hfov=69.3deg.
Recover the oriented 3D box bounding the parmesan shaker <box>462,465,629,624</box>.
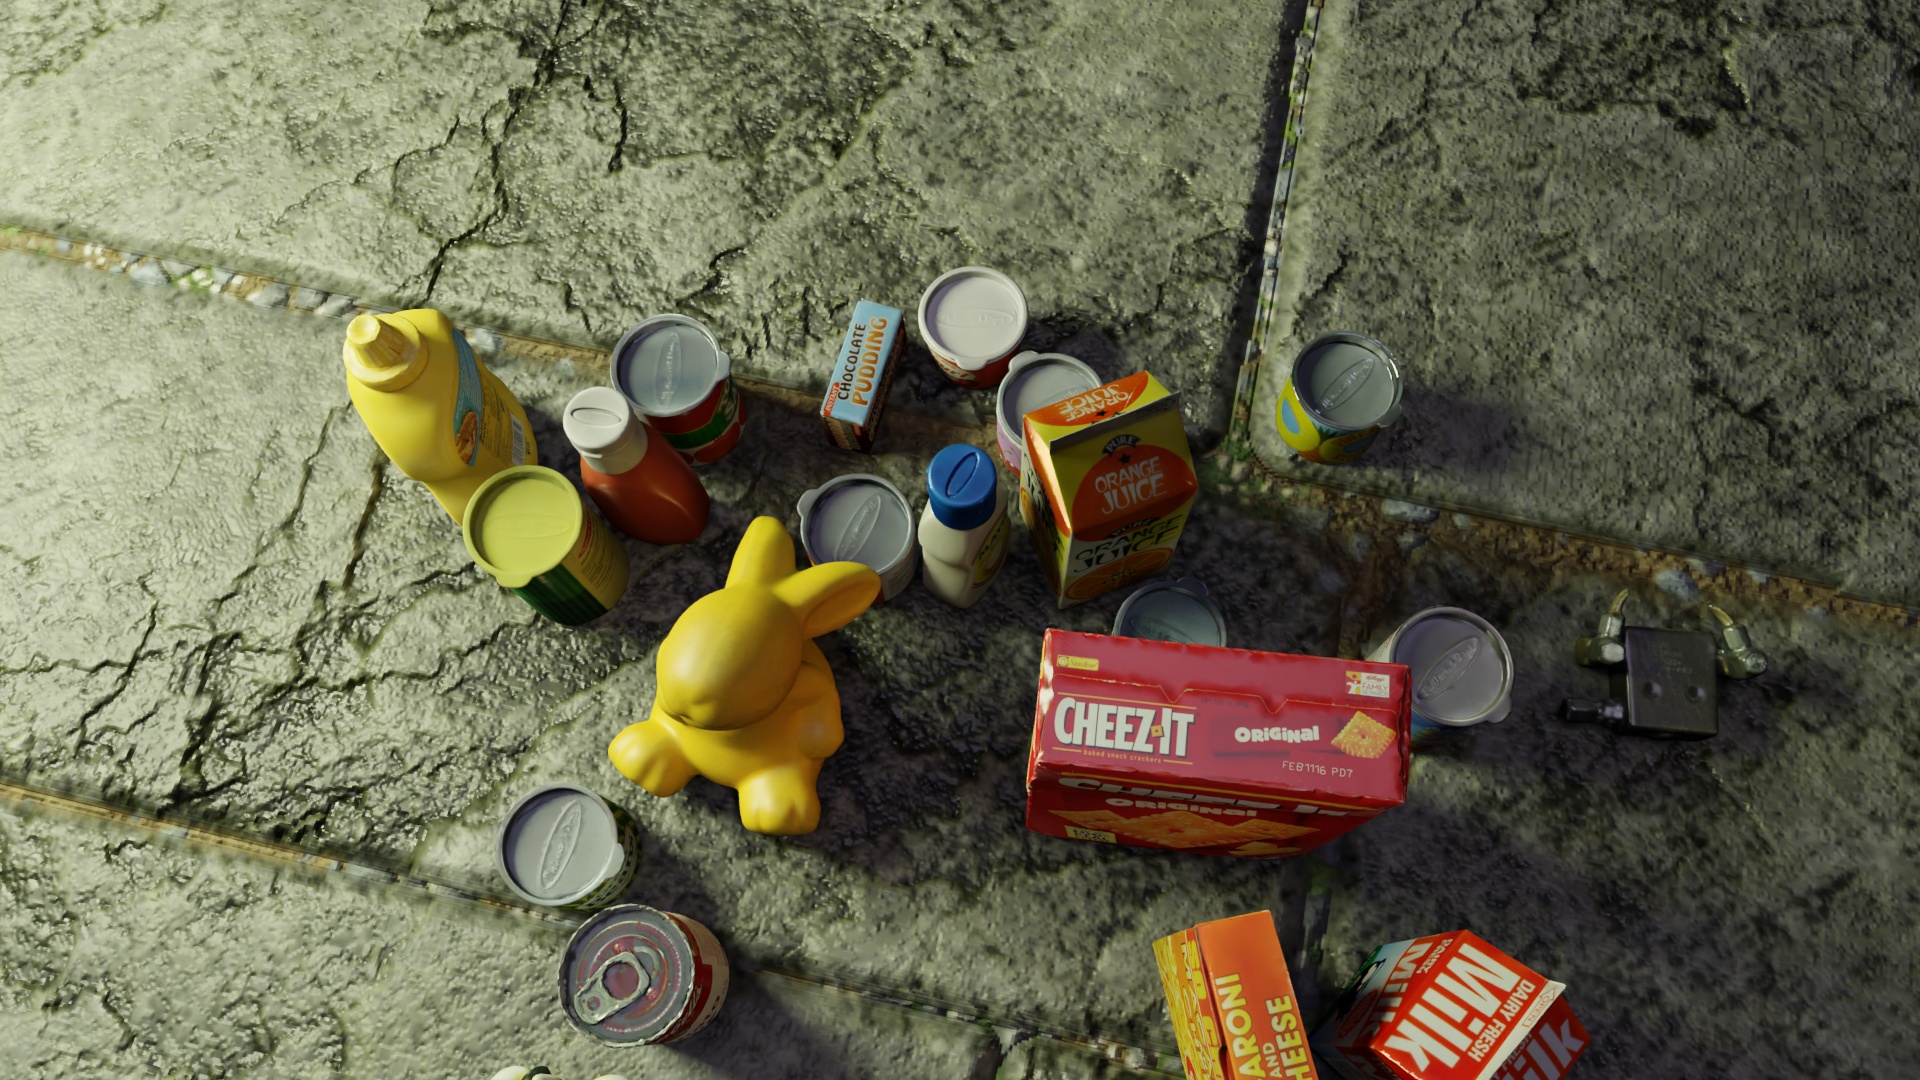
[{"bbox_3d":[-0.238,0.008,0.806,0.071,0.102,0.071,0,71,1],"label":"parmesan shaker"}]

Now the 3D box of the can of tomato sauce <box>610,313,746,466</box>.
[{"bbox_3d":[-0.168,-0.090,0.849,0.071,0.083,0.071,0,71,1],"label":"can of tomato sauce"}]

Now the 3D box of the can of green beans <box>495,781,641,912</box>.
[{"bbox_3d":[-0.216,0.172,0.773,0.071,0.057,0.071,0,71,1],"label":"can of green beans"}]

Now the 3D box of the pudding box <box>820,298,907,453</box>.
[{"bbox_3d":[-0.060,-0.102,0.868,0.030,0.049,0.084,15,72,7],"label":"pudding box"}]

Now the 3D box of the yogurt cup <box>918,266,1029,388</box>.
[{"bbox_3d":[0.009,-0.131,0.874,0.072,0.053,0.072,0,71,1],"label":"yogurt cup"}]

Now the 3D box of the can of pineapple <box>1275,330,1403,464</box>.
[{"bbox_3d":[0.231,-0.085,0.851,0.071,0.057,0.071,0,71,1],"label":"can of pineapple"}]

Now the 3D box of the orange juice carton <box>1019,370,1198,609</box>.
[{"bbox_3d":[0.078,-0.030,0.764,0.072,0.192,0.073,-20,72,-5],"label":"orange juice carton"}]

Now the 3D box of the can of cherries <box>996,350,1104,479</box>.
[{"bbox_3d":[0.054,-0.075,0.851,0.071,0.058,0.071,0,71,1],"label":"can of cherries"}]

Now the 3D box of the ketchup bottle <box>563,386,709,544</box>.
[{"bbox_3d":[-0.189,-0.041,0.798,0.065,0.148,0.043,8,72,4],"label":"ketchup bottle"}]

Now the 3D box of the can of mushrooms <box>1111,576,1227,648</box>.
[{"bbox_3d":[0.123,0.058,0.817,0.071,0.033,0.071,0,71,1],"label":"can of mushrooms"}]

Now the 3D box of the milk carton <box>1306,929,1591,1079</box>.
[{"bbox_3d":[0.233,0.241,0.667,0.073,0.190,0.072,41,77,14],"label":"milk carton"}]

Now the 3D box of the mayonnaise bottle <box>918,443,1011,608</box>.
[{"bbox_3d":[0.003,-0.010,0.783,0.041,0.147,0.065,29,75,11],"label":"mayonnaise bottle"}]

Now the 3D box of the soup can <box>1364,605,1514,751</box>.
[{"bbox_3d":[0.265,0.082,0.778,0.071,0.083,0.071,0,71,1],"label":"soup can"}]

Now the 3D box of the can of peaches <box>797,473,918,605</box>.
[{"bbox_3d":[-0.061,-0.001,0.829,0.071,0.058,0.071,0,71,1],"label":"can of peaches"}]

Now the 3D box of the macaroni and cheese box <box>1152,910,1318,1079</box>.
[{"bbox_3d":[0.135,0.251,0.679,0.040,0.166,0.124,-12,71,-2],"label":"macaroni and cheese box"}]
